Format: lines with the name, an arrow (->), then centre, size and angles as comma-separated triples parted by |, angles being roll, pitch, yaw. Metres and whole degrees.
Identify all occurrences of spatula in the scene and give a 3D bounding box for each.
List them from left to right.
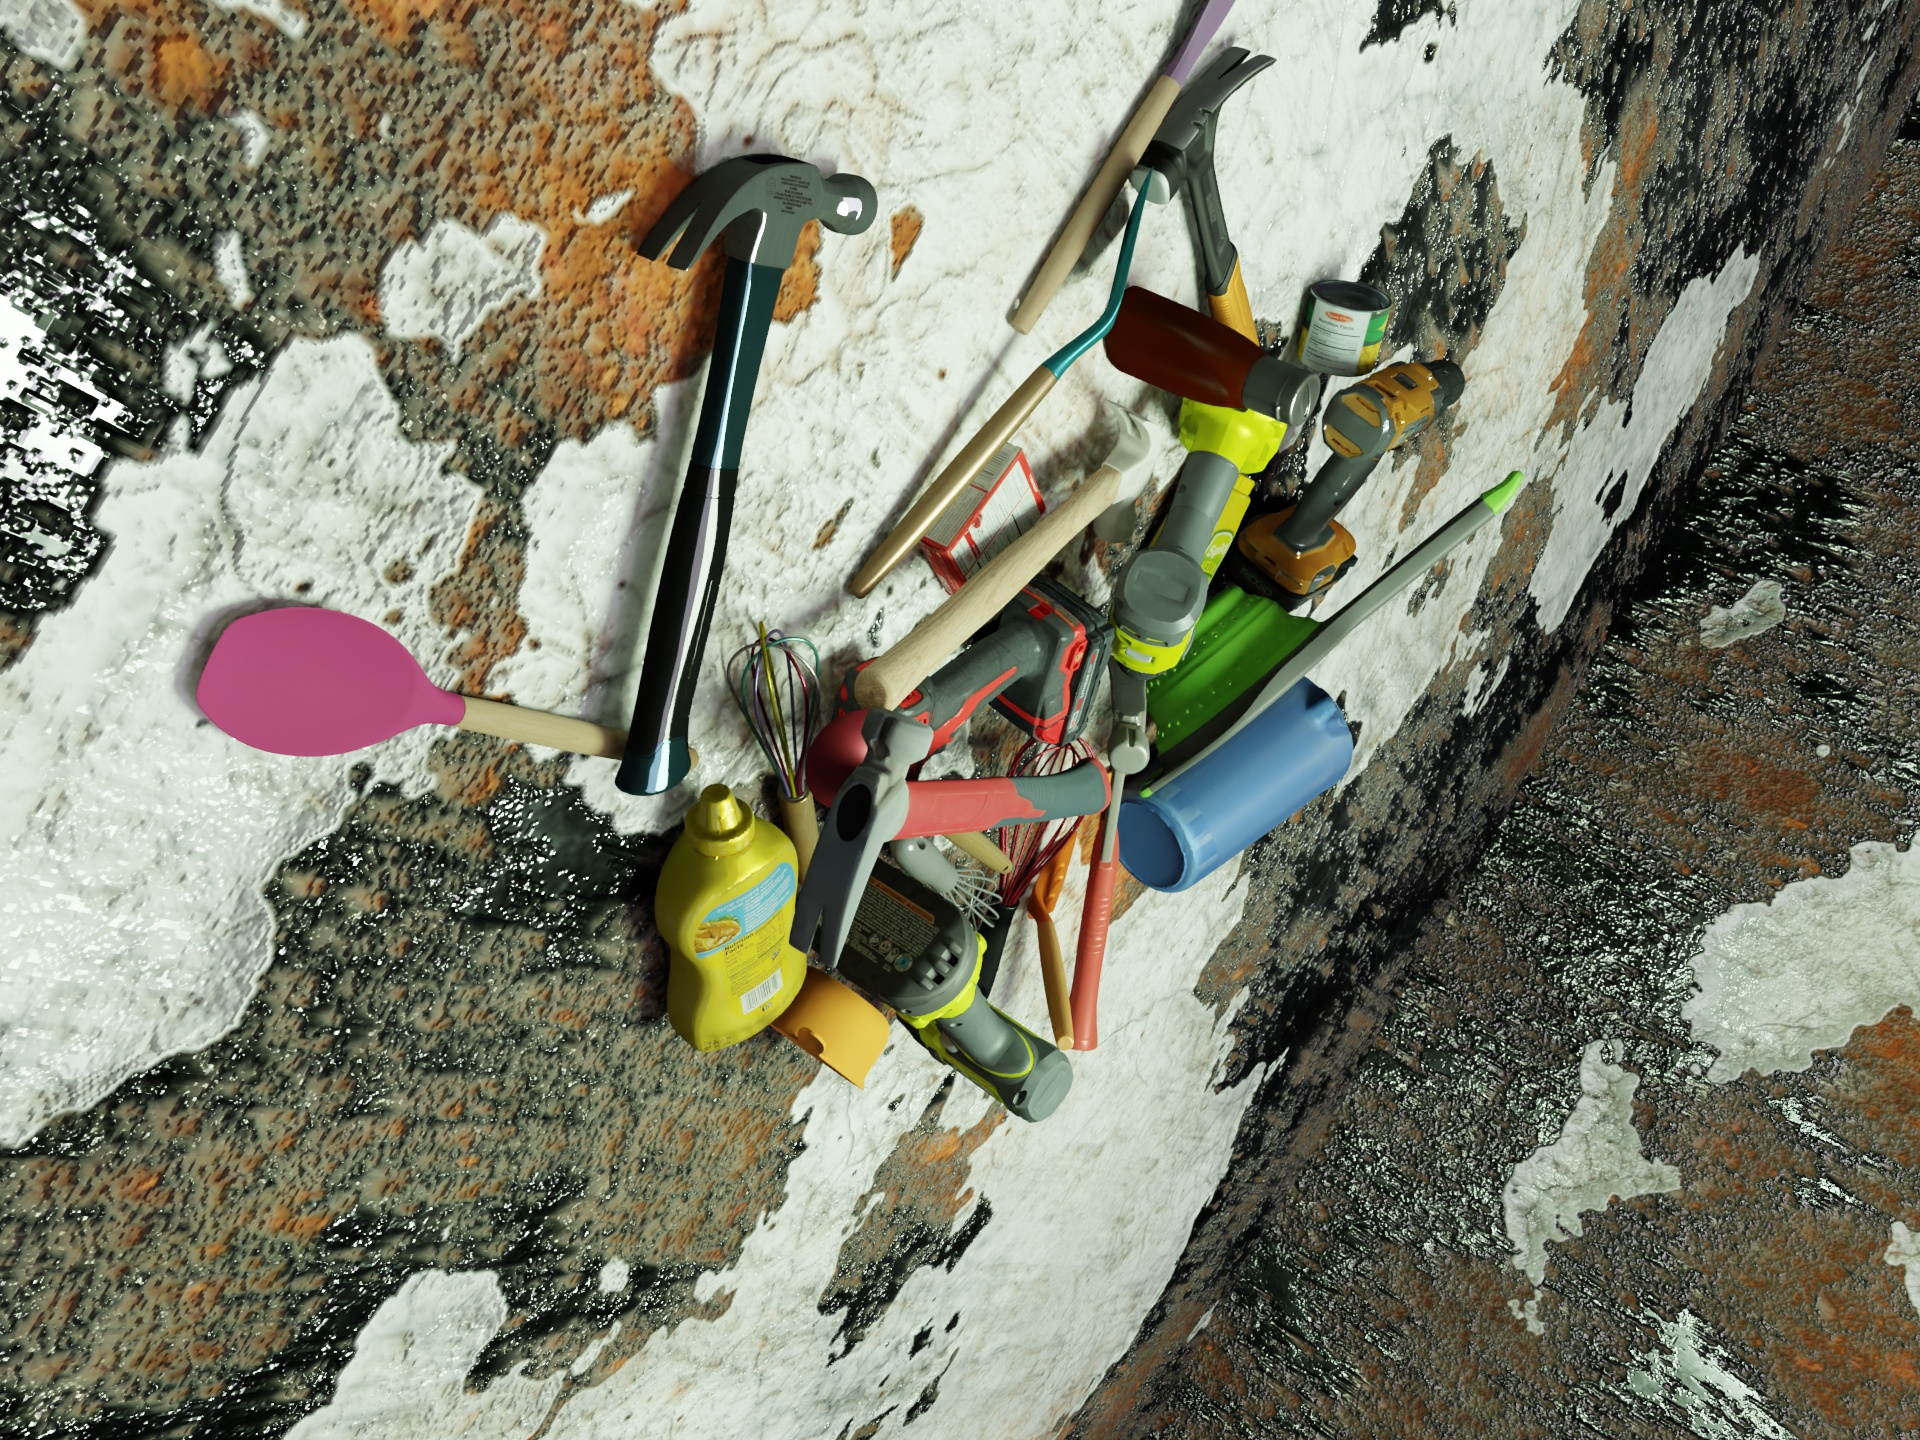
spatula -> 0.030, -0.204, 0.990 | 0.317, 0.044, 0.082 | -50, -179, -5
spatula -> 0.080, 0.180, 1.279 | 0.323, 0.041, 0.081 | -93, -162, -71
spatula -> 0.118, -0.377, 0.990 | 0.316, 0.018, 0.059 | -59, 172, -2

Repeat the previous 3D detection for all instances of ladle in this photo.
ladle -> -0.017, 0.061, 1.035 | 0.069, 0.031, 0.315 | -44, 154, 1

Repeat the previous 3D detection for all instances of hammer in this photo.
hammer -> -0.126, -0.117, 0.805 | 0.128, 0.033, 0.331 | -10, 121, -54
hammer -> 0.014, 0.067, 1.025 | 0.386, 0.038, 0.143 | 3, 109, -66
hammer -> 0.040, -0.104, 1.028 | 0.331, 0.031, 0.130 | -44, 158, -40
hammer -> 0.118, 0.128, 1.330 | 0.149, 0.036, 0.358 | -83, 178, -59
hammer -> 0.196, -0.318, 1.157 | 0.127, 0.034, 0.336 | -52, 150, -13

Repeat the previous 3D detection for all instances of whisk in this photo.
whisk -> -0.105, 0.027, 0.984 | 0.051, 0.047, 0.244 | -32, 147, -22
whisk -> -0.013, 0.118, 1.170 | 0.055, 0.055, 0.238 | -56, 159, -8
whisk -> 0.043, 0.131, 1.293 | 0.073, 0.073, 0.295 | -23, 140, -48

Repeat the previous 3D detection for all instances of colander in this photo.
colander -> 0.276, -0.097, 1.311 | 0.397, 0.094, 0.204 | -41, 177, 15

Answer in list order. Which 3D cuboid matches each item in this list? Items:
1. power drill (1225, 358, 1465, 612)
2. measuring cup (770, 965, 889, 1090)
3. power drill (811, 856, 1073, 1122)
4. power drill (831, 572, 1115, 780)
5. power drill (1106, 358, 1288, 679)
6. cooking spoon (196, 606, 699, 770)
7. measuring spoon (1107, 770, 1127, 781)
power drill -> 0.341, -0.213, 1.377 | 0.185, 0.084, 0.226 | -29, 155, -43
measuring cup -> -0.088, 0.201, 1.077 | 0.052, 0.095, 0.173 | -54, 176, -16
power drill -> -0.023, 0.193, 1.148 | 0.080, 0.171, 0.223 | -50, 141, -16
power drill -> -0.002, -0.003, 1.078 | 0.219, 0.079, 0.143 | -29, 146, -38
power drill -> 0.168, -0.141, 1.166 | 0.190, 0.080, 0.228 | 80, 33, -77
cooking spoon -> -0.229, -0.001, 0.779 | 0.318, 0.017, 0.069 | 18, 101, -60
measuring spoon -> 0.124, 0.052, 1.403 | 0.117, 0.011, 0.021 | -23, 140, -43
